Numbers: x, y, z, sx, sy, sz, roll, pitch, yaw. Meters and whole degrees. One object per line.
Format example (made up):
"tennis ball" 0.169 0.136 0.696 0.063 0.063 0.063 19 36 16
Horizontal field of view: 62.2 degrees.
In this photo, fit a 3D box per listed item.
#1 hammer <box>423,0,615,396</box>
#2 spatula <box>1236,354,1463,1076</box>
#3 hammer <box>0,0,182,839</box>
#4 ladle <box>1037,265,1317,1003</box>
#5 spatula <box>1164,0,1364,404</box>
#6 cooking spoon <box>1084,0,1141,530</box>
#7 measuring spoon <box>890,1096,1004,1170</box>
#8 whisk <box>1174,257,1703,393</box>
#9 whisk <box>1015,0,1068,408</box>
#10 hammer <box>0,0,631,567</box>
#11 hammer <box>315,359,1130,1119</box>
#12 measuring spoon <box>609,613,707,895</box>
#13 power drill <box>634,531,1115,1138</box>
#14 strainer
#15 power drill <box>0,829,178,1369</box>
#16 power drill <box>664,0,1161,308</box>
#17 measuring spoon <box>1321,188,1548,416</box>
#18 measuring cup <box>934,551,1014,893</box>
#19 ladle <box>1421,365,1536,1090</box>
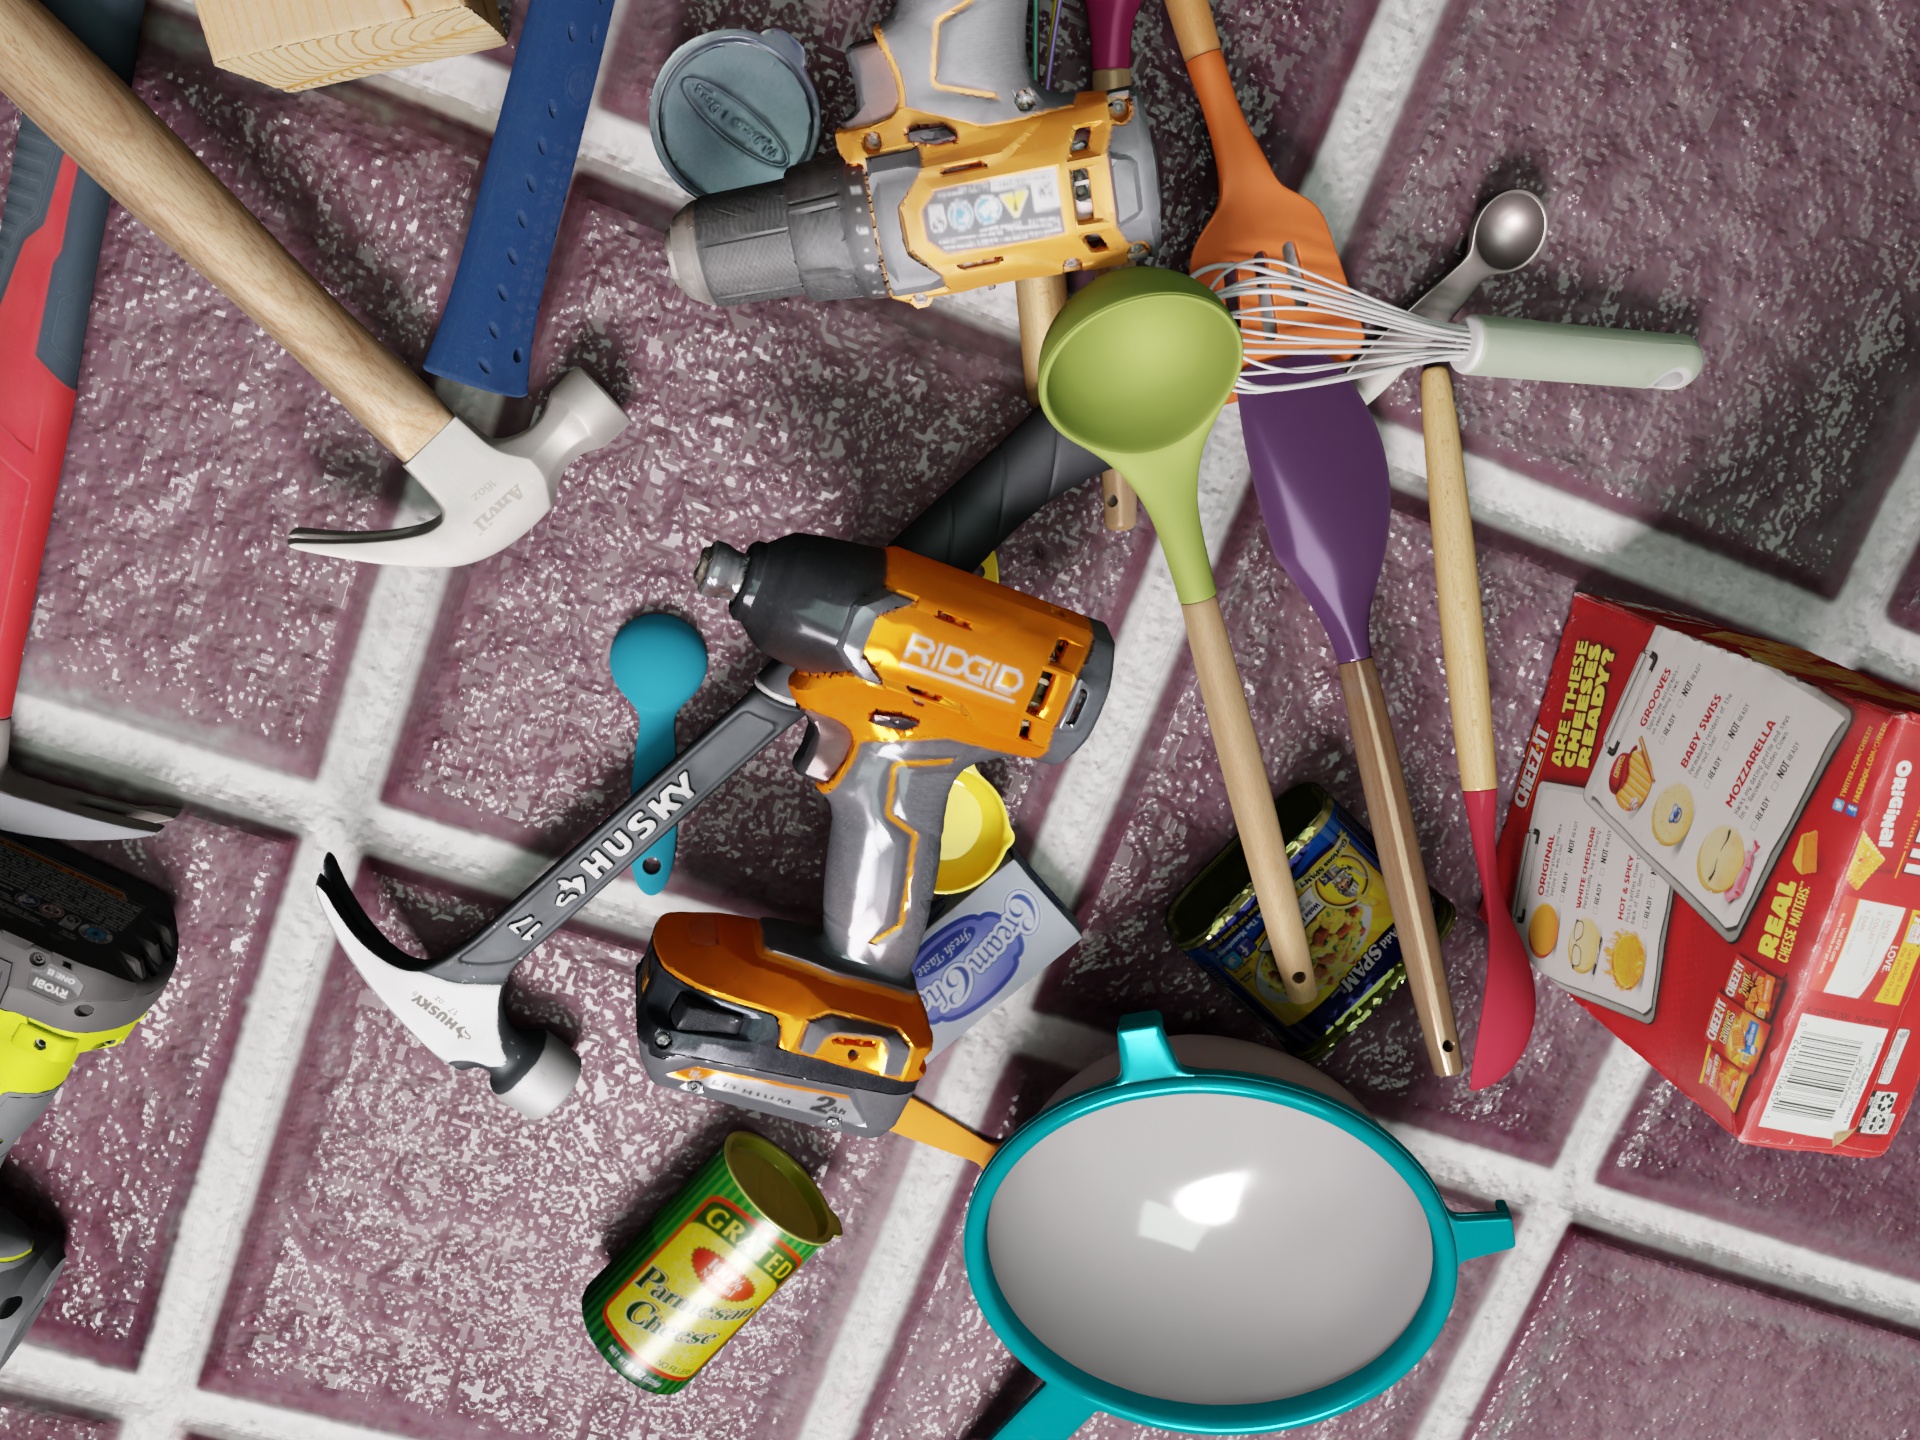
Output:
"hammer" -0.120 -0.313 0.546 0.035 0.144 0.405 22 103 13
"spatula" 0.177 -0.002 0.682 0.060 0.018 0.316 -13 92 -5
"hammer" -0.346 -0.141 0.621 0.143 0.038 0.386 16 102 -11
"ladle" 0.103 -0.021 0.635 0.078 0.062 0.320 -15 107 7
"spatula" 0.087 -0.288 0.636 0.081 0.041 0.322 -20 102 -1
"cooking spoon" 0.061 -0.233 0.637 0.069 0.017 0.318 11 114 36
"measuring spoon" -0.022 0.191 0.753 0.117 0.011 0.021 28 100 -12
"whisk" 0.203 -0.157 0.660 0.246 0.057 0.059 0 70 -16
"whisk" 0.021 -0.246 0.630 0.047 0.051 0.244 -22 115 -36
"hammer" -0.285 -0.186 0.586 0.130 0.031 0.331 -45 113 -2
"hammer" -0.090 -0.004 0.668 0.409 0.036 0.149 -42 115 6
"measuring spoon" -0.133 0.018 0.692 0.042 0.021 0.128 3 104 -7
"power drill" -0.054 0.039 0.633 0.164 0.084 0.226 19 103 -17
"strainer" 0.080 0.263 0.753 0.211 0.095 0.340 29 119 -8
"power drill" -0.453 0.153 0.667 0.190 0.080 0.228 29 103 -12
"power drill" -0.033 -0.258 0.559 0.185 0.084 0.226 -9 117 6
"measuring spoon" 0.199 -0.177 0.682 0.034 0.018 0.124 37 105 -27
"measuring cup" -0.001 -0.002 0.704 0.062 0.029 0.156 7 92 -2
"ladle" 0.222 0.004 0.691 0.031 0.069 0.315 -6 91 21
